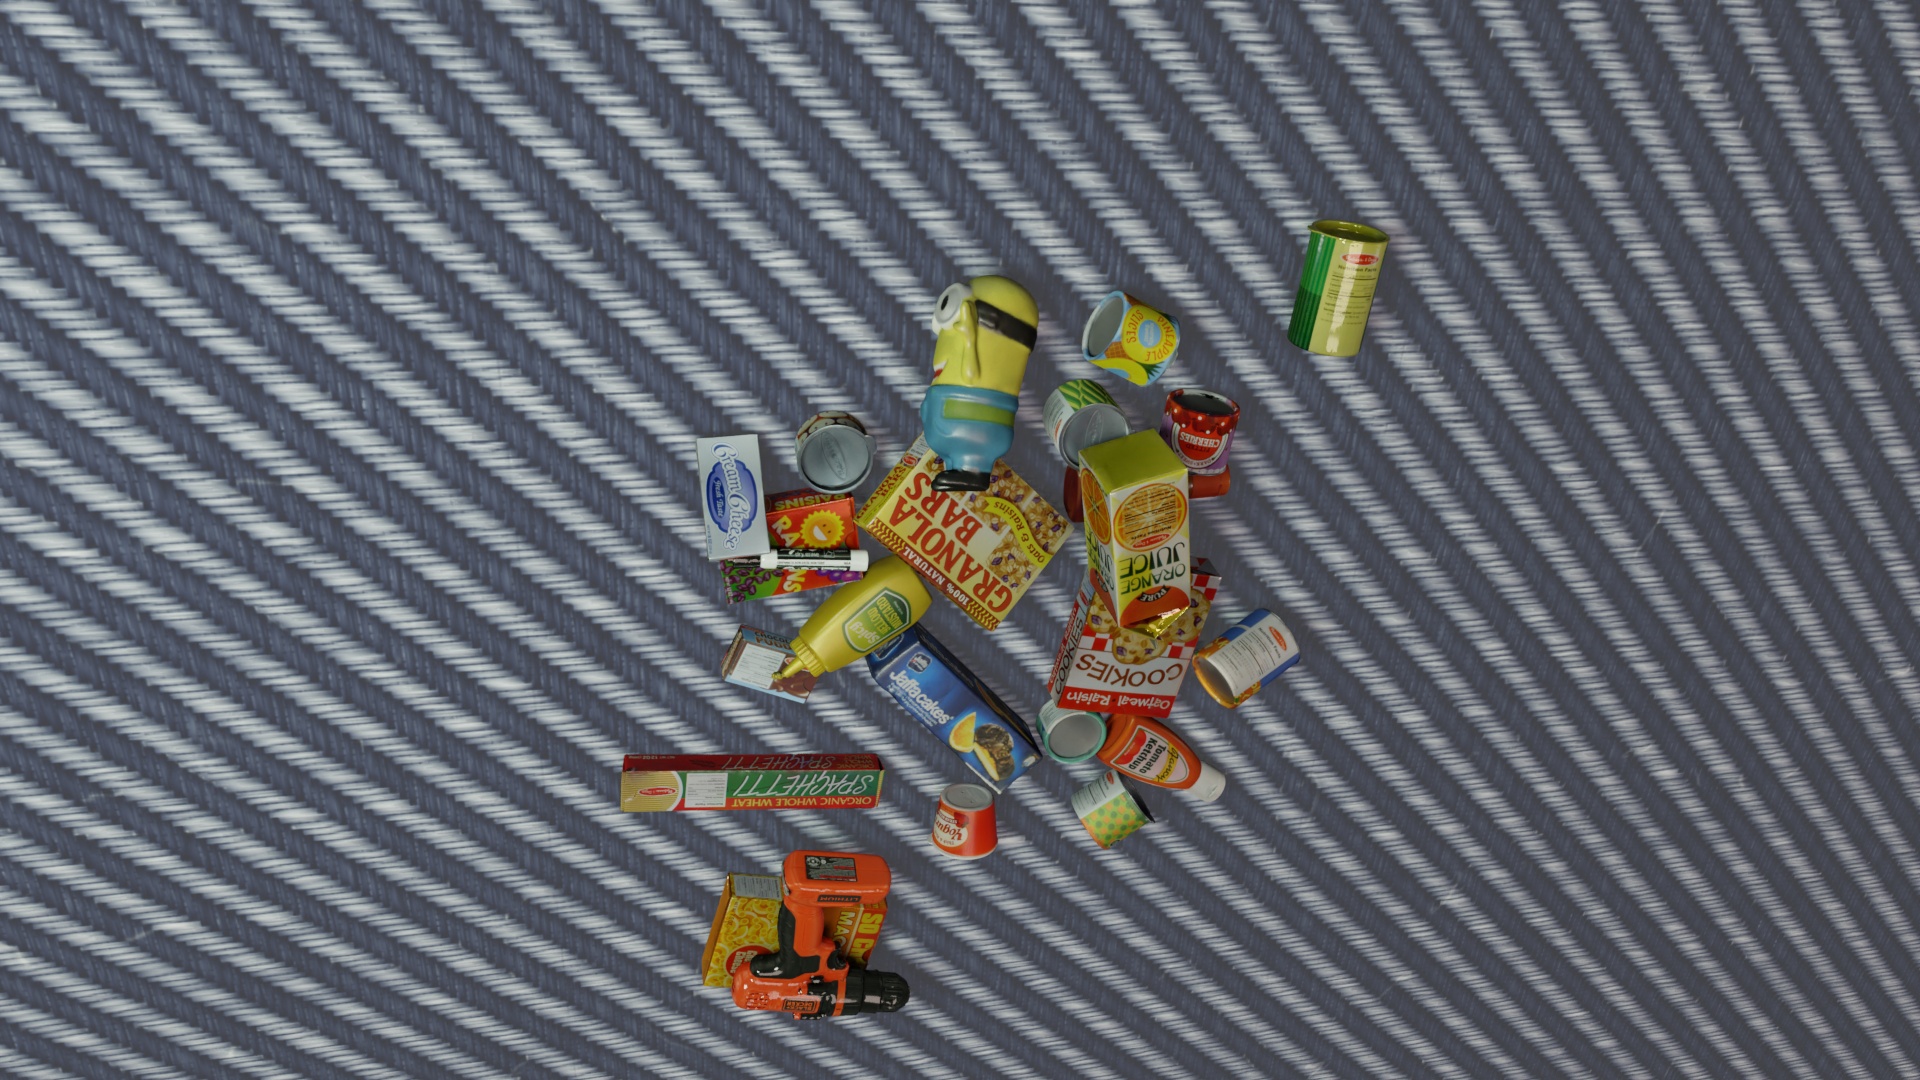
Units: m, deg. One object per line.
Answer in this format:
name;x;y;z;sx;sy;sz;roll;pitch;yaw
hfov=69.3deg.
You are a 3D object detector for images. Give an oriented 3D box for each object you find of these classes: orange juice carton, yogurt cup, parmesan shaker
orange juice carton;0.156;0.006;1.222;0.073;0.072;0.191;-16;128;-10
yogurt cup;0.005;0.281;1.402;0.072;0.072;0.053;-2;111;-13
parmesan shaker;0.323;-0.219;1.203;0.071;0.071;0.102;0;119;-14

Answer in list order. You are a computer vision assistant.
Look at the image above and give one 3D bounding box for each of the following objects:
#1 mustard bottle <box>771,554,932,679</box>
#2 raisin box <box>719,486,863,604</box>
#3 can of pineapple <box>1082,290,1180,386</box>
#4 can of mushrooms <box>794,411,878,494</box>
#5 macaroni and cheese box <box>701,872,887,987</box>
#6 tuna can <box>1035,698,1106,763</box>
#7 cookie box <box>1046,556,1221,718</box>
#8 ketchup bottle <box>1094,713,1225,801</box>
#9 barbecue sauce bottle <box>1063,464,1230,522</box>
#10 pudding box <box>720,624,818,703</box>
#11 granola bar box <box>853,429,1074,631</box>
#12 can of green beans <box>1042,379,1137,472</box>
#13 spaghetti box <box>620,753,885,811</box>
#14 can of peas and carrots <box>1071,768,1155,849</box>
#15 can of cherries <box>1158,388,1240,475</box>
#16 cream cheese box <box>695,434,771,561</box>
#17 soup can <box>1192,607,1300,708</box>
mustard bottle;-0.103;0.080;1.256;0.160;0.049;0.065;-38;121;-6
raisin box;-0.152;0.001;1.221;0.123;0.040;0.085;-10;119;-9
can of pineapple;0.146;-0.172;1.182;0.058;0.071;0.070;21;111;-23
can of mushrooms;-0.107;-0.076;1.193;0.071;0.033;0.070;-6;119;-10
macaroni and cheese box;-0.172;0.411;1.441;0.166;0.040;0.123;10;116;-19
tuna can;0.113;0.190;1.395;0.071;0.033;0.070;-6;119;-10
cookie box;0.167;0.091;1.349;0.123;0.040;0.166;7;116;-18
ketchup bottle;0.210;0.226;1.432;0.148;0.044;0.064;30;102;-27
barbecue sauce bottle;0.171;-0.052;1.269;0.149;0.044;0.064;-6;133;-12
pudding box;-0.173;0.115;1.284;0.084;0.030;0.049;19;111;-23
granola bar box;0.004;-0.015;1.232;0.165;0.039;0.124;41;83;-29
can of green beans;0.111;-0.101;1.219;0.071;0.058;0.071;-6;120;-11
spaghetti box;-0.200;0.234;1.343;0.250;0.029;0.050;2;118;-15
can of peas and carrots;0.157;0.278;1.434;0.058;0.071;0.070;-35;121;7
can of cherries;0.212;-0.097;1.239;0.071;0.072;0.058;3;117;-15
cream cheese box;-0.191;-0.036;1.168;0.053;0.024;0.104;-6;83;-11
soup can;0.279;0.117;1.365;0.084;0.071;0.071;-33;123;-16
